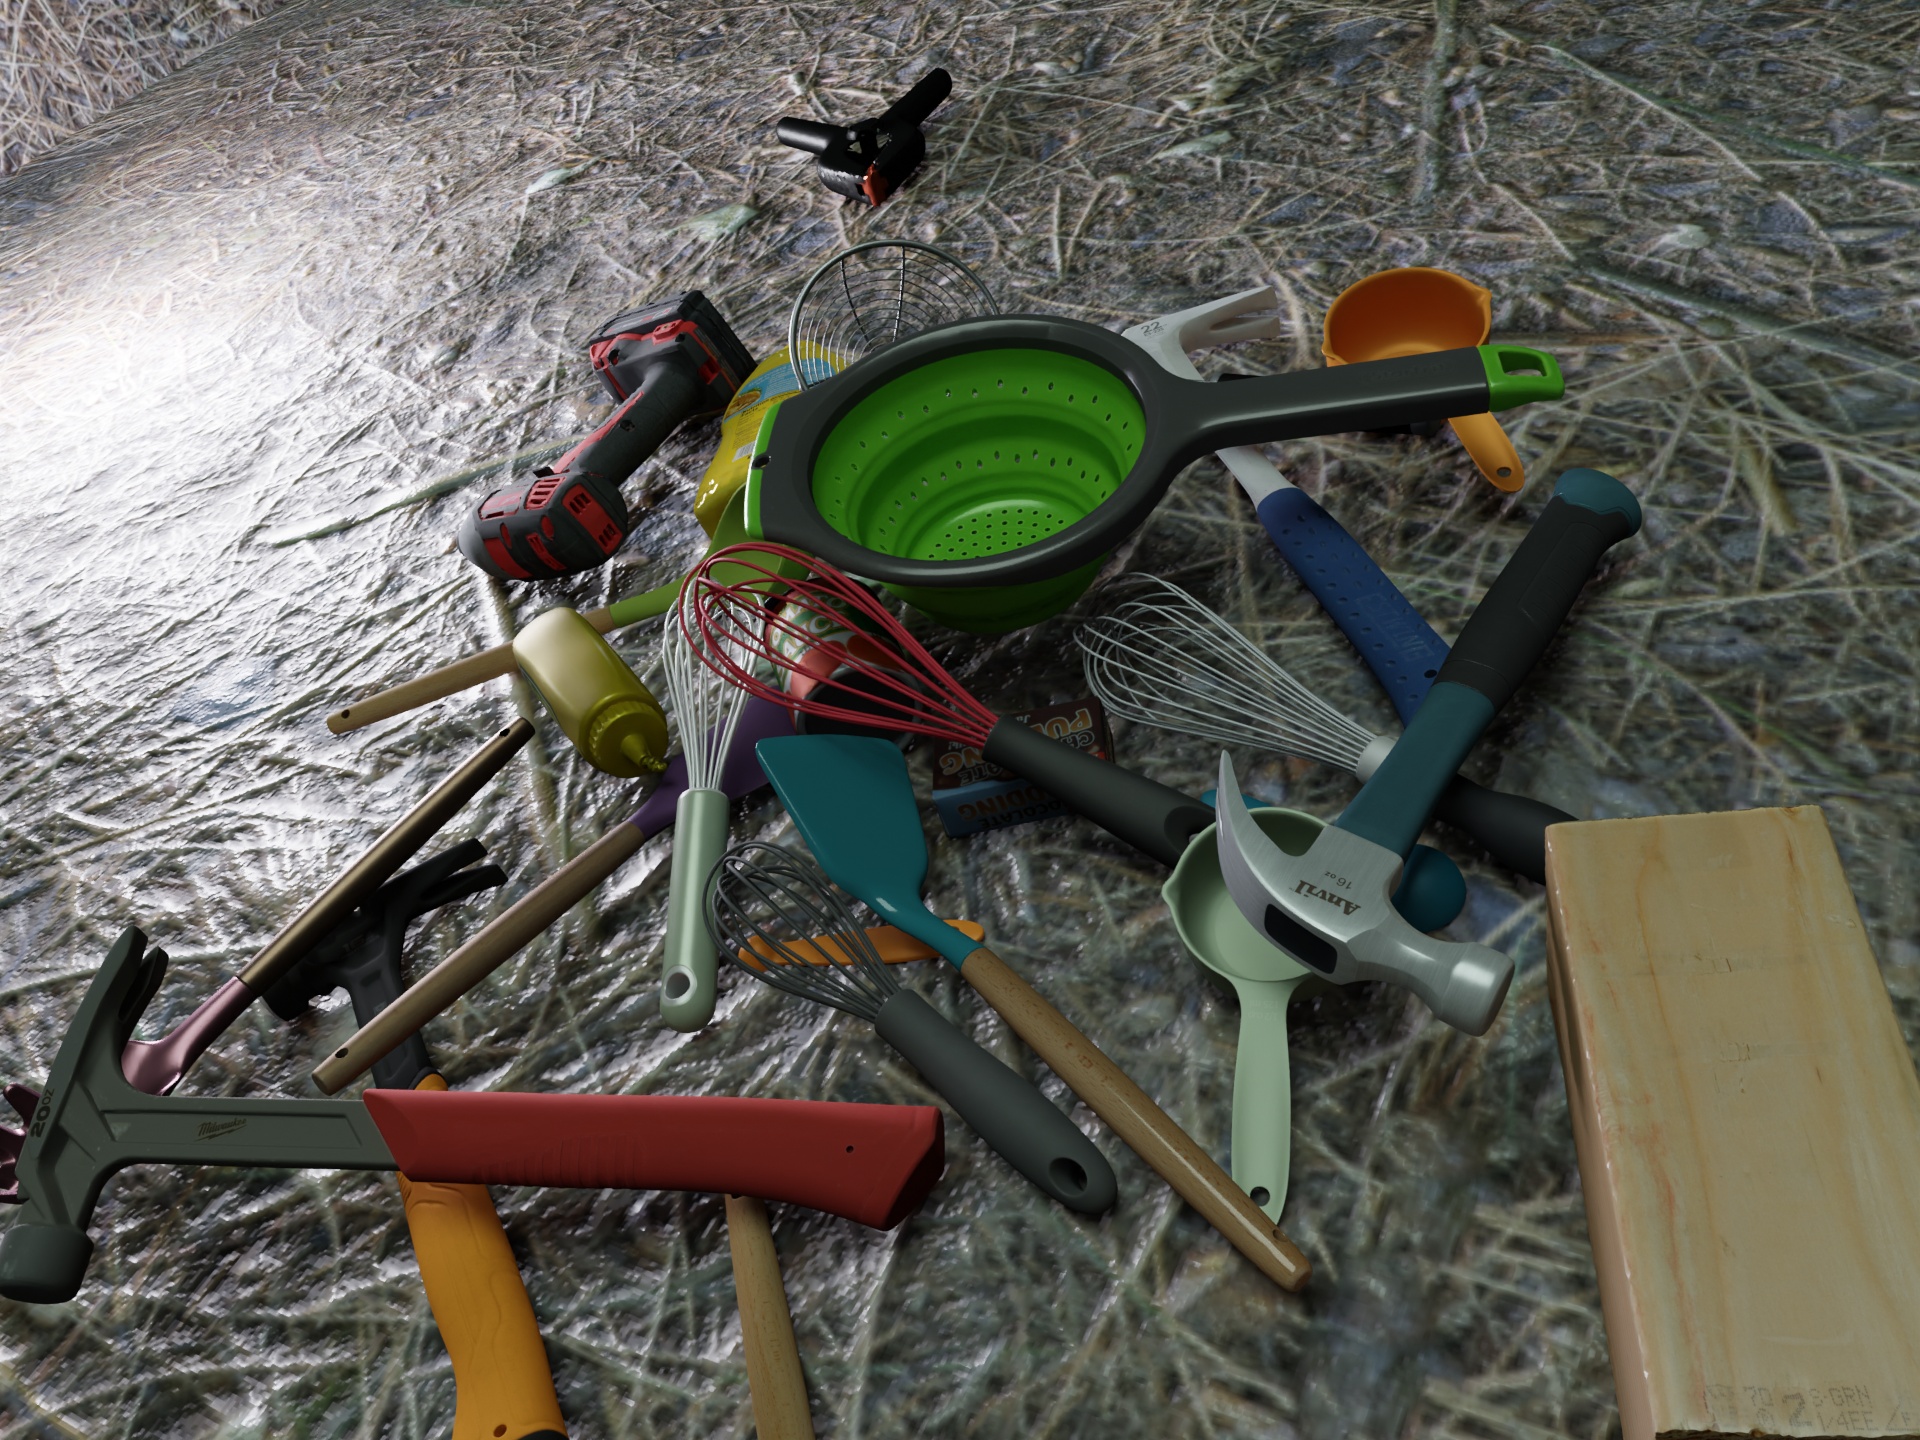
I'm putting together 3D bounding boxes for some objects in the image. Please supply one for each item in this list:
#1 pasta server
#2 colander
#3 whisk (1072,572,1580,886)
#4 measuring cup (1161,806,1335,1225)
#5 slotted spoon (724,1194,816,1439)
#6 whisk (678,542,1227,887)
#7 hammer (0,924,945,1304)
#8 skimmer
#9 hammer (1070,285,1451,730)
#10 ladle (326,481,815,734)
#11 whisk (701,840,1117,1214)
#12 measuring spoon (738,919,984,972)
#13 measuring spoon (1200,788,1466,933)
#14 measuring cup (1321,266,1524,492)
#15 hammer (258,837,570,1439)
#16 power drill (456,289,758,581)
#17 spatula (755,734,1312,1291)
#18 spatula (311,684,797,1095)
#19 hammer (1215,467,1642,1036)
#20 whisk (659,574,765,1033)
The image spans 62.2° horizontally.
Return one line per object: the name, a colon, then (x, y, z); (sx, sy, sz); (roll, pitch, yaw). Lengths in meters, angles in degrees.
pasta server: (-0.319, 0.102, 0.751); (0.060, 0.040, 0.316); (26, 58, 27)
colander: (0.094, -0.121, 0.807); (0.397, 0.094, 0.205); (-6, 48, 10)
whisk: (0.159, 0.006, 0.693); (0.070, 0.070, 0.285); (-41, 48, -23)
measuring cup: (0.118, 0.115, 0.610); (0.083, 0.038, 0.168); (-1, 61, 15)
slotted spoon: (-0.047, 0.268, 0.509); (0.070, 0.031, 0.314); (-22, 38, -2)
whisk: (-0.001, -0.002, 0.707); (0.296, 0.073, 0.073); (28, 56, 14)
hammer: (-0.185, 0.154, 0.620); (0.359, 0.036, 0.149); (-1, 55, 6)
skimmer: (0.074, -0.195, 0.869); (0.363, 0.090, 0.127); (13, 83, 31)
hammer: (0.171, -0.124, 0.846); (0.144, 0.035, 0.406); (-22, 40, -1)
ladle: (-0.232, -0.057, 0.931); (0.320, 0.062, 0.078); (-20, 62, 5)
whisk: (-0.027, 0.121, 0.643); (0.055, 0.055, 0.239); (-40, 51, -21)
measuring spoon: (-0.046, 0.098, 0.709); (0.117, 0.011, 0.021); (-8, 42, 16)
measuring spoon: (0.152, 0.050, 0.669); (0.129, 0.021, 0.042); (25, 58, 40)
measuring cup: (0.257, -0.169, 0.854); (0.095, 0.052, 0.174); (-20, 55, 2)
hammer: (-0.219, 0.178, 0.678); (0.127, 0.034, 0.337); (-31, 41, -10)
power drill: (-0.239, -0.178, 1.045); (0.143, 0.078, 0.220); (-3, 46, 42)
spatula: (0.024, 0.102, 0.629); (0.082, 0.044, 0.318); (1, 28, -43)
spatula: (-0.172, 0.069, 0.756); (0.060, 0.018, 0.316); (21, 45, 31)
hammer: (0.212, -0.014, 0.652); (0.128, 0.033, 0.331); (24, 47, 25)
whisk: (-0.122, 0.032, 0.760); (0.058, 0.059, 0.247); (-13, 56, 18)
